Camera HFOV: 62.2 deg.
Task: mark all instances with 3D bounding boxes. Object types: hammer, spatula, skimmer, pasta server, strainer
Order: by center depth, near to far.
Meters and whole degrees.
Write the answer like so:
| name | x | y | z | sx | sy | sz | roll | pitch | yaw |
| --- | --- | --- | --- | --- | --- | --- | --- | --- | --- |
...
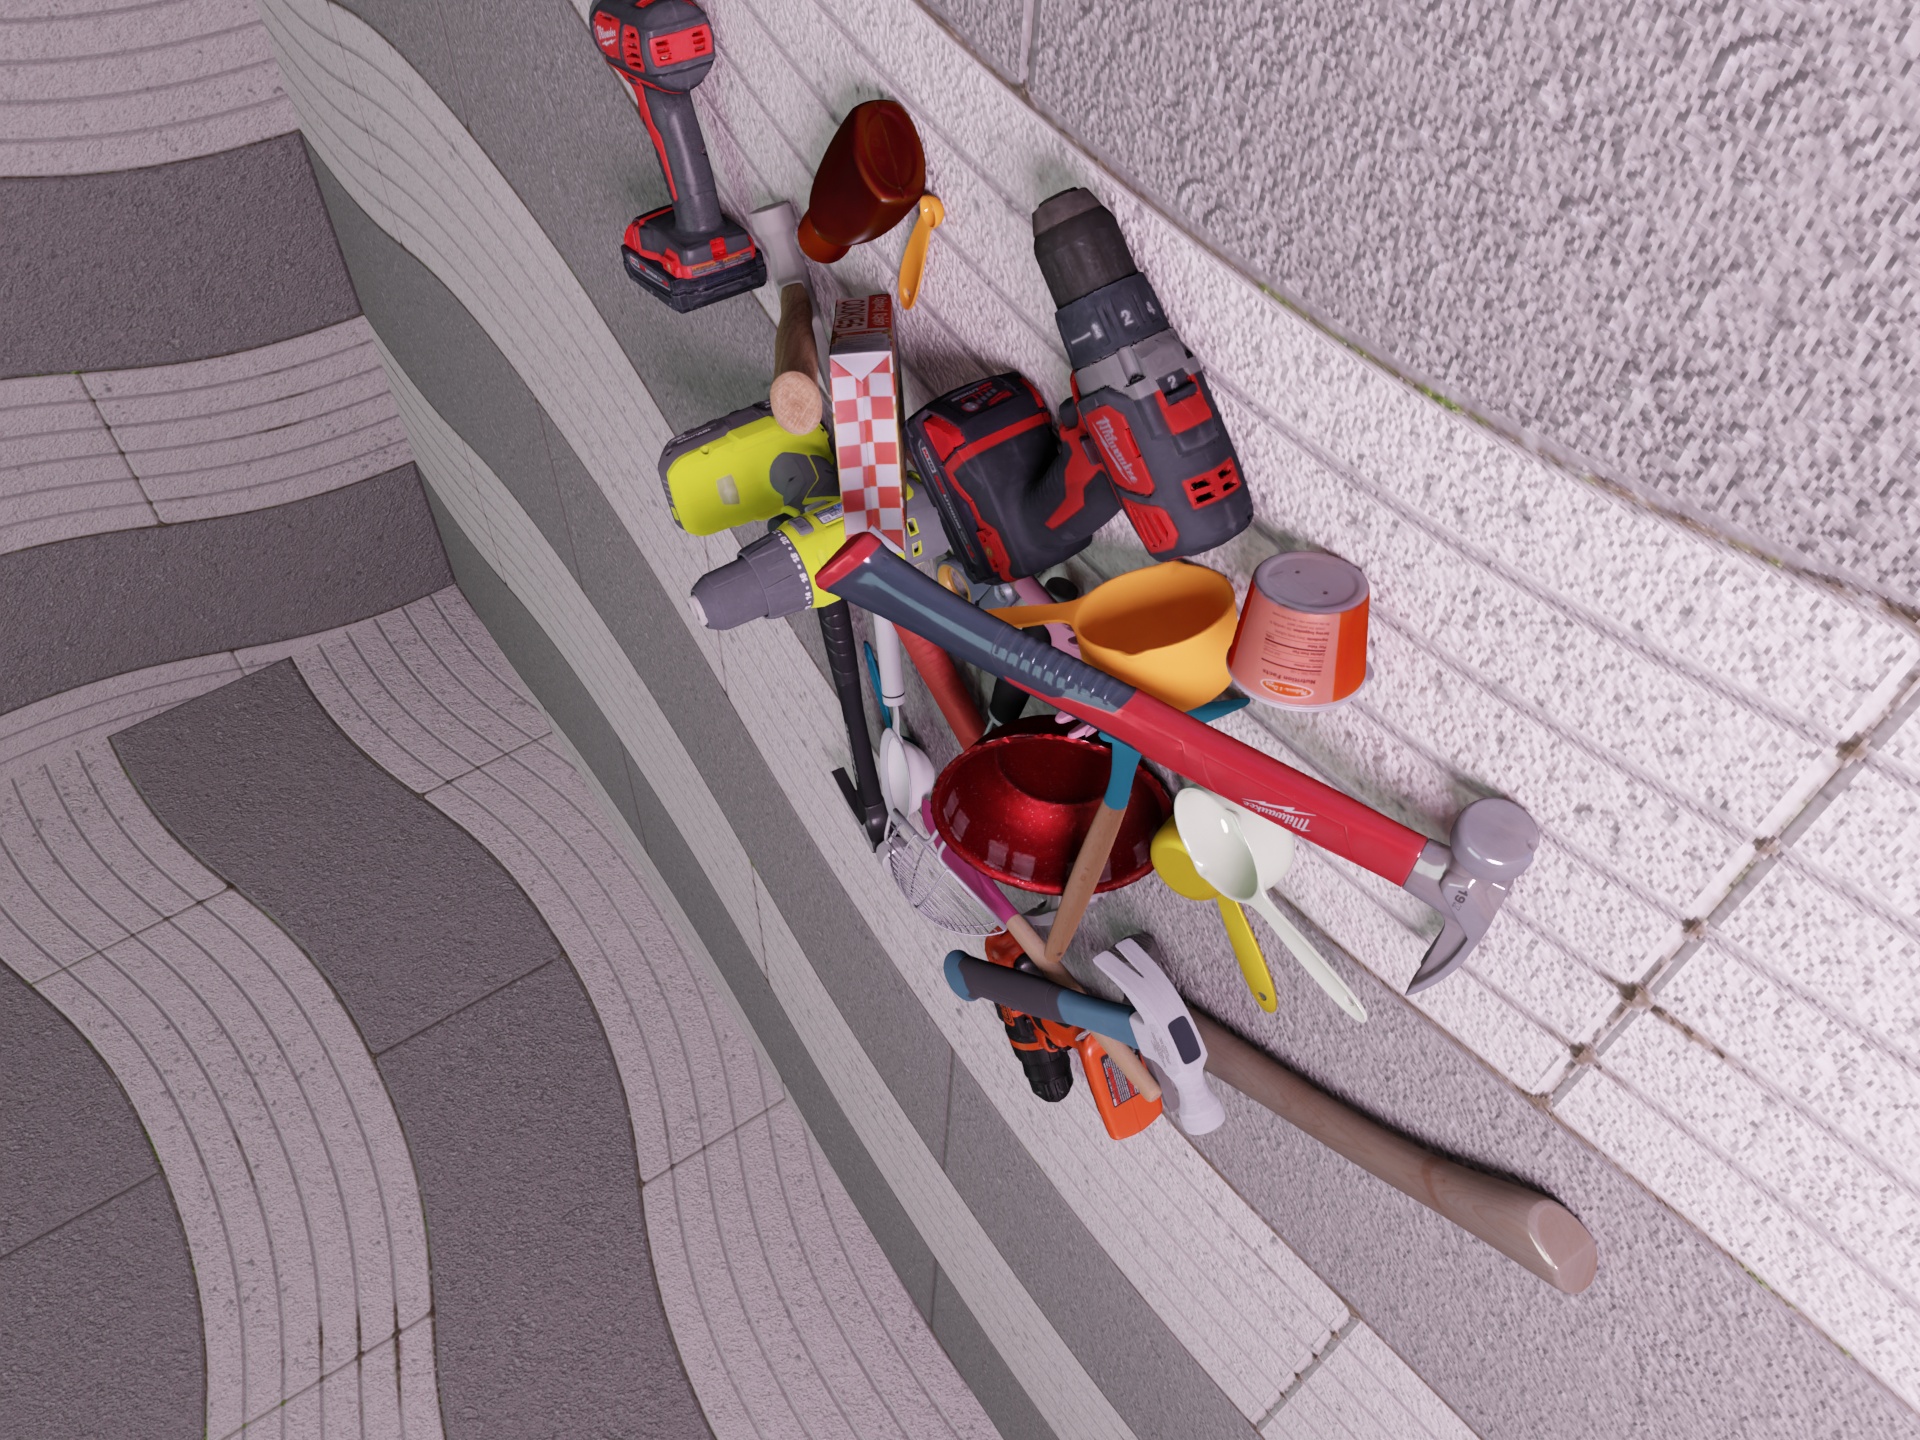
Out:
| name | x | y | z | sx | sy | sz | roll | pitch | yaw |
| --- | --- | --- | --- | --- | --- | --- | --- | --- | --- |
| hammer | 0.092 | 0.010 | 0.824 | 0.386 | 0.038 | 0.143 | 28 | 147 | 16 |
| spatula | 0.094 | 0.075 | 1.005 | 0.317 | 0.082 | 0.044 | 105 | 151 | -49 |
| hammer | -0.104 | -0.240 | 1.011 | 0.332 | 0.031 | 0.130 | -102 | -4 | -63 |
| pasta server | 0.022 | -0.102 | 1.016 | 0.317 | 0.040 | 0.060 | 55 | 150 | 41 |
| hammer | 0.235 | 0.261 | 1.021 | 0.411 | 0.038 | 0.146 | 21 | 137 | 60 |
| skimmer | 0.029 | 0.029 | 1.147 | 0.127 | 0.090 | 0.363 | 45 | 136 | 22 |
| hammer | 0.075 | 0.215 | 1.202 | 0.331 | 0.033 | 0.128 | 1 | 113 | 62 |
| hammer | -0.002 | -0.004 | 1.249 | 0.359 | 0.036 | 0.149 | 60 | 160 | 3 |
| strainer | -0.053 | -0.012 | 1.335 | 0.087 | 0.050 | 0.258 | -130 | 30 | -58 |
| hammer | -0.102 | -0.027 | 1.440 | 0.146 | 0.035 | 0.334 | -126 | 22 | -52 |

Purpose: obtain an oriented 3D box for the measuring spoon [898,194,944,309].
| name | x | y | z | sx | sy | sz | roll | pitch | yaw |
| --- | --- | --- | --- | --- | --- | --- | --- | --- | --- |
| measuring spoon | -0.024 | -0.287 | 0.982 | 0.021 | 0.011 | 0.117 | 62 | 164 | 10 |

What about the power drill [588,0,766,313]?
| name | x | y | z | sx | sy | sz | roll | pitch | yaw |
| --- | --- | --- | --- | --- | --- | --- | --- | --- | --- |
| power drill | -0.219 | -0.428 | 1.175 | 0.143 | 0.078 | 0.219 | 41 | 149 | 43 |

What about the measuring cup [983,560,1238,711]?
| name | x | y | z | sx | sy | sz | roll | pitch | yaw |
| --- | --- | --- | --- | --- | --- | --- | --- | --- | --- |
| measuring cup | 0.070 | -0.039 | 0.879 | 0.173 | 0.095 | 0.052 | -3 | 125 | 25 |

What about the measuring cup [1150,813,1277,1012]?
| name | x | y | z | sx | sy | sz | roll | pitch | yaw |
| --- | --- | --- | --- | --- | --- | --- | --- | --- | --- |
| measuring cup | 0.166 | 0.130 | 1.014 | 0.062 | 0.029 | 0.156 | -3 | 118 | 50 |

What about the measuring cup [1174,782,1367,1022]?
| name | x | y | z | sx | sy | sz | roll | pitch | yaw |
| --- | --- | --- | --- | --- | --- | --- | --- | --- | --- |
| measuring cup | 0.190 | 0.099 | 0.921 | 0.168 | 0.038 | 0.083 | 52 | 158 | 20 |

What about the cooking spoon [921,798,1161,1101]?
| name | x | y | z | sx | sy | sz | roll | pitch | yaw |
| --- | --- | --- | --- | --- | --- | --- | --- | --- | --- |
| cooking spoon | 0.057 | 0.177 | 1.266 | 0.319 | 0.017 | 0.068 | 50 | 155 | 32 |

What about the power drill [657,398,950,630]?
| name | x | y | z | sx | sy | sz | roll | pitch | yaw |
| --- | --- | --- | --- | --- | --- | --- | --- | --- | --- |
| power drill | -0.137 | -0.150 | 1.173 | 0.229 | 0.190 | 0.080 | 44 | 154 | 49 |

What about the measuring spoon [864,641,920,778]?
| name | x | y | z | sx | sy | sz | roll | pitch | yaw |
| --- | --- | --- | --- | --- | --- | --- | --- | --- | --- |
| measuring spoon | -0.058 | -0.010 | 1.412 | 0.042 | 0.021 | 0.128 | 174 | 78 | -73 |

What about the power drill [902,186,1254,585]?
| name | x | y | z | sx | sy | sz | roll | pitch | yaw |
| --- | --- | --- | --- | --- | --- | --- | --- | --- | --- |
| power drill | 0.052 | -0.168 | 0.858 | 0.227 | 0.080 | 0.188 | -5 | 111 | 65 |
